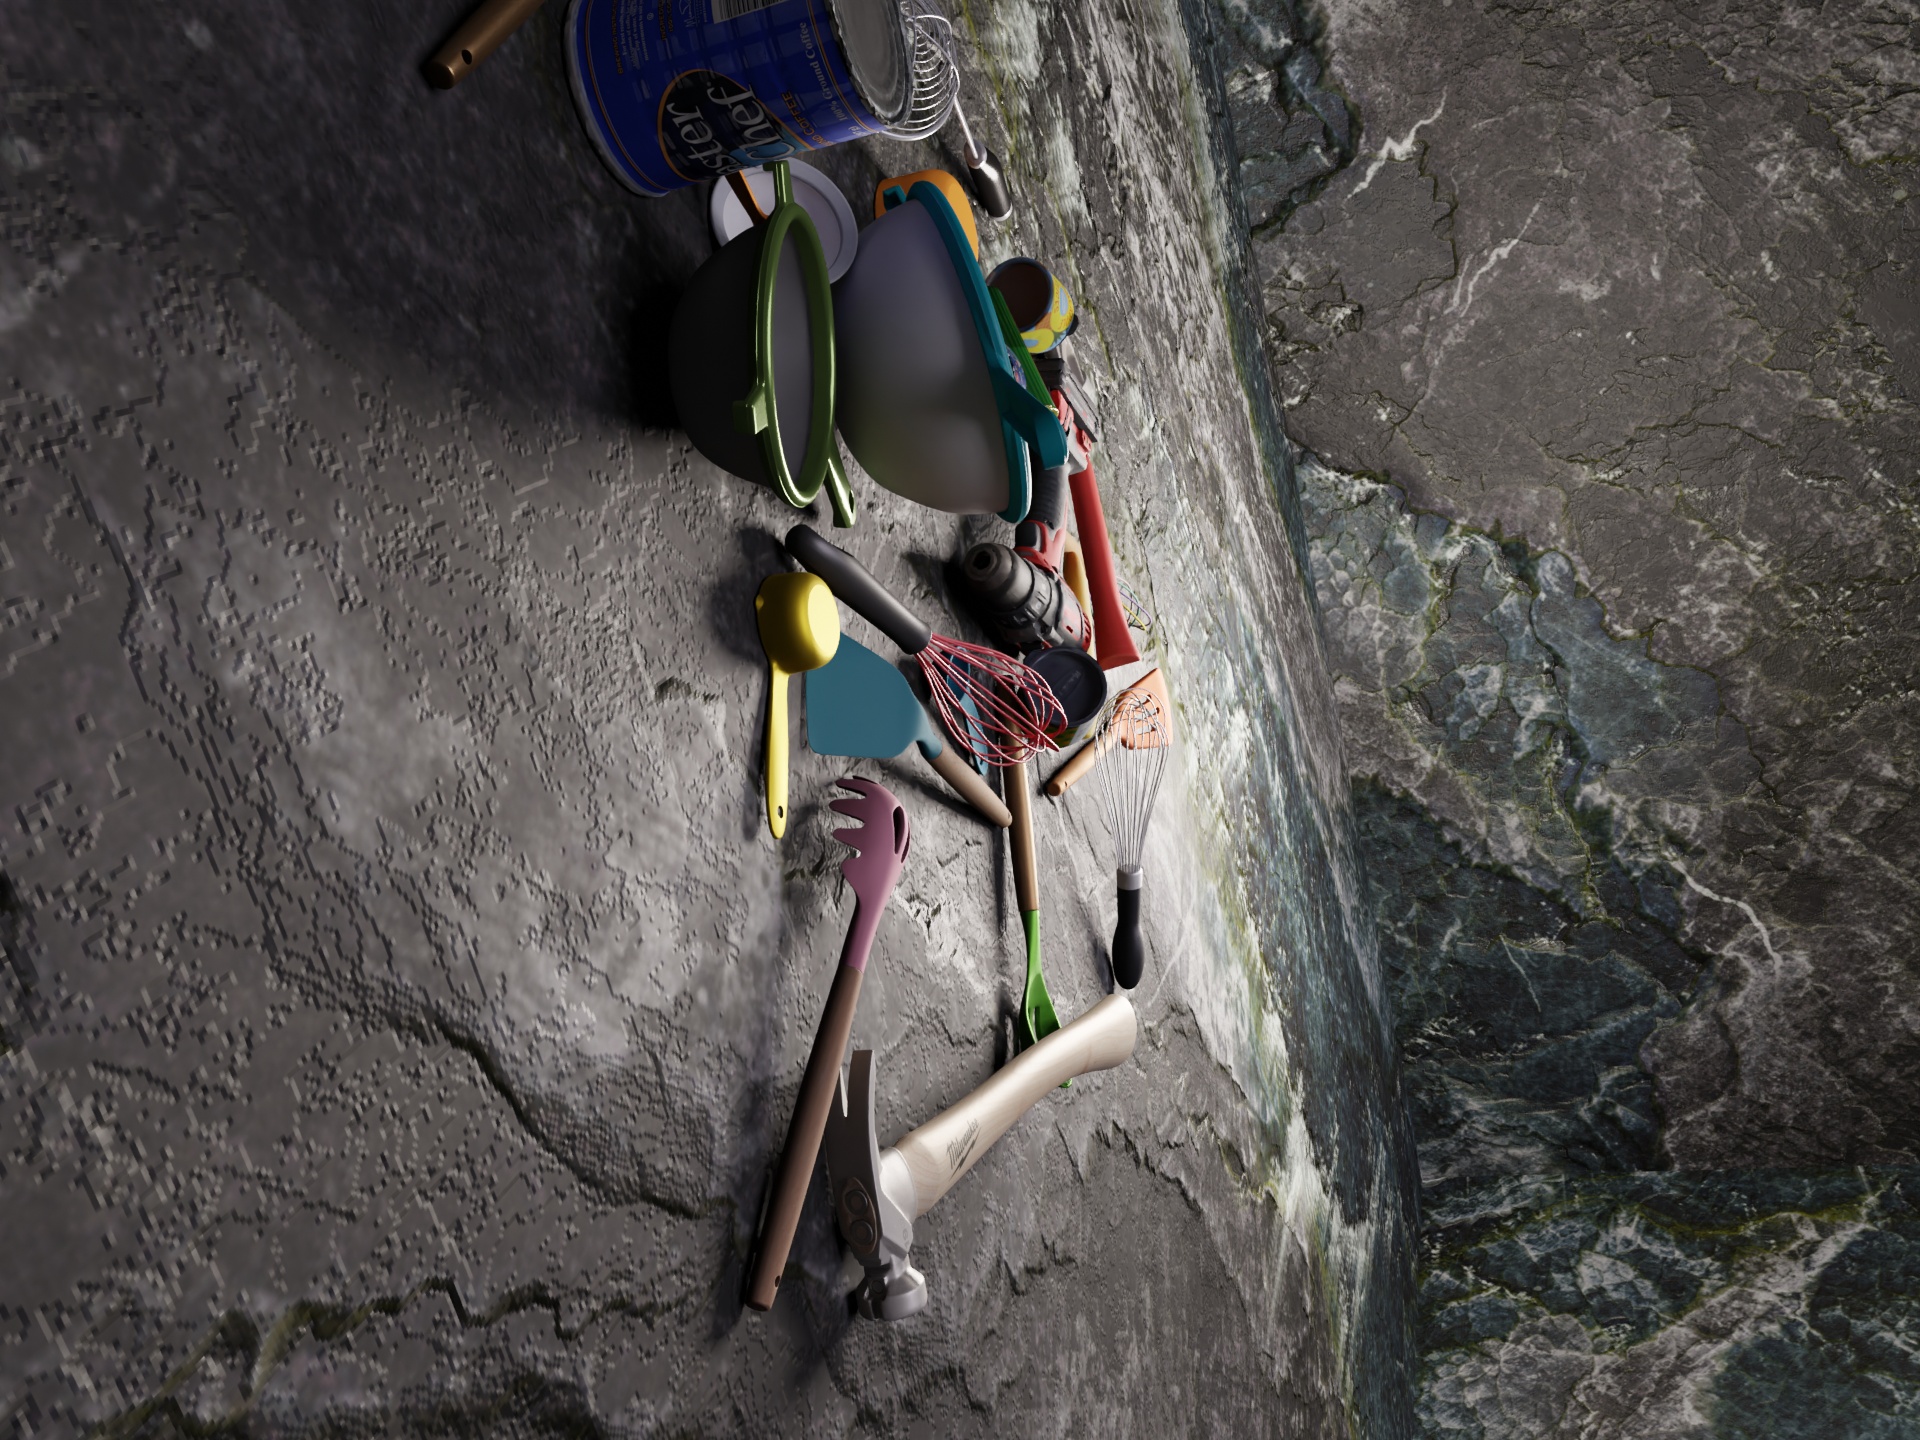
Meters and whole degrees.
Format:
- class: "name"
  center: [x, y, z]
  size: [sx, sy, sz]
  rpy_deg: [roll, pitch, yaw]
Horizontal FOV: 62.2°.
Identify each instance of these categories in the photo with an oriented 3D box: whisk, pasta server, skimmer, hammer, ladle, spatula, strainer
- class: "whisk"
  center: [0.149, 0.107, 1.392]
  size: [0.070, 0.070, 0.284]
  rpy_deg: [-47, 138, -65]
- class: "pasta server"
  center: [-0.073, 0.160, 0.860]
  size: [0.060, 0.040, 0.316]
  rpy_deg: [62, 32, -44]
- class: "whisk"
  center: [-0.018, -0.043, 1.009]
  size: [0.295, 0.073, 0.073]
  rpy_deg: [39, 46, -48]
- class: "skimmer"
  center: [-0.028, -0.448, 1.203]
  size: [0.363, 0.090, 0.127]
  rpy_deg: [16, 64, -79]
- class: "hammer"
  center: [0.031, 0.235, 1.038]
  size: [0.410, 0.038, 0.146]
  rpy_deg: [-12, 93, -64]
- class: "ladle"
  center: [-0.183, -0.380, 0.759]
  size: [0.078, 0.062, 0.320]
  rpy_deg: [64, 34, -40]
- class: "spatula"
  center: [-0.022, 0.025, 1.052]
  size: [0.317, 0.044, 0.082]
  rpy_deg: [47, 38, -64]
- class: "strainer"
  center: [-0.106, -0.167, 0.859]
  size: [0.256, 0.069, 0.152]
  rpy_deg: [75, 18, -70]
- class: "strainer"
  center: [-0.022, -0.185, 0.908]
  size: [0.341, 0.095, 0.210]
  rpy_deg: [-116, -170, -65]
- class: "strainer"
  center: [-0.117, -0.344, 0.907]
  size: [0.087, 0.050, 0.258]
  rpy_deg: [-11, 86, -26]
- class: "whisk"
  center: [0.116, -0.134, 1.466]
  size: [0.244, 0.051, 0.047]
  rpy_deg: [38, 26, -56]
- class: "spatula"
  center: [0.138, 0.021, 1.454]
  size: [0.322, 0.041, 0.081]
  rpy_deg: [-33, 115, -67]
- class: "hammer"
  center: [0.105, -0.205, 1.380]
  size: [0.149, 0.037, 0.359]
  rpy_deg: [50, 28, -56]

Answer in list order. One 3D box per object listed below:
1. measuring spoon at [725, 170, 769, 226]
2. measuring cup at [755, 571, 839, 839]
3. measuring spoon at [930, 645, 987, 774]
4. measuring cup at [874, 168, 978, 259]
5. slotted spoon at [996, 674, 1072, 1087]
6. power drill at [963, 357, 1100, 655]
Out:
- class: "measuring spoon"
  center: [-0.126, -0.310, 0.862]
  size: [0.011, 0.021, 0.117]
  rpy_deg: [-33, 100, -27]
- class: "measuring cup"
  center: [-0.088, -0.010, 0.870]
  size: [0.062, 0.029, 0.157]
  rpy_deg: [45, 39, -58]
- class: "measuring spoon"
  center: [-0.002, -0.004, 1.132]
  size: [0.128, 0.021, 0.042]
  rpy_deg: [73, 30, -47]
- class: "measuring cup"
  center: [-0.005, -0.335, 1.184]
  size: [0.173, 0.052, 0.095]
  rpy_deg: [46, 41, -55]
- class: "slotted spoon"
  center: [0.049, 0.119, 1.201]
  size: [0.070, 0.031, 0.314]
  rpy_deg: [22, 60, -66]
- class: "power drill"
  center: [0.051, -0.167, 1.248]
  size: [0.187, 0.080, 0.227]
  rpy_deg: [35, 53, -63]
